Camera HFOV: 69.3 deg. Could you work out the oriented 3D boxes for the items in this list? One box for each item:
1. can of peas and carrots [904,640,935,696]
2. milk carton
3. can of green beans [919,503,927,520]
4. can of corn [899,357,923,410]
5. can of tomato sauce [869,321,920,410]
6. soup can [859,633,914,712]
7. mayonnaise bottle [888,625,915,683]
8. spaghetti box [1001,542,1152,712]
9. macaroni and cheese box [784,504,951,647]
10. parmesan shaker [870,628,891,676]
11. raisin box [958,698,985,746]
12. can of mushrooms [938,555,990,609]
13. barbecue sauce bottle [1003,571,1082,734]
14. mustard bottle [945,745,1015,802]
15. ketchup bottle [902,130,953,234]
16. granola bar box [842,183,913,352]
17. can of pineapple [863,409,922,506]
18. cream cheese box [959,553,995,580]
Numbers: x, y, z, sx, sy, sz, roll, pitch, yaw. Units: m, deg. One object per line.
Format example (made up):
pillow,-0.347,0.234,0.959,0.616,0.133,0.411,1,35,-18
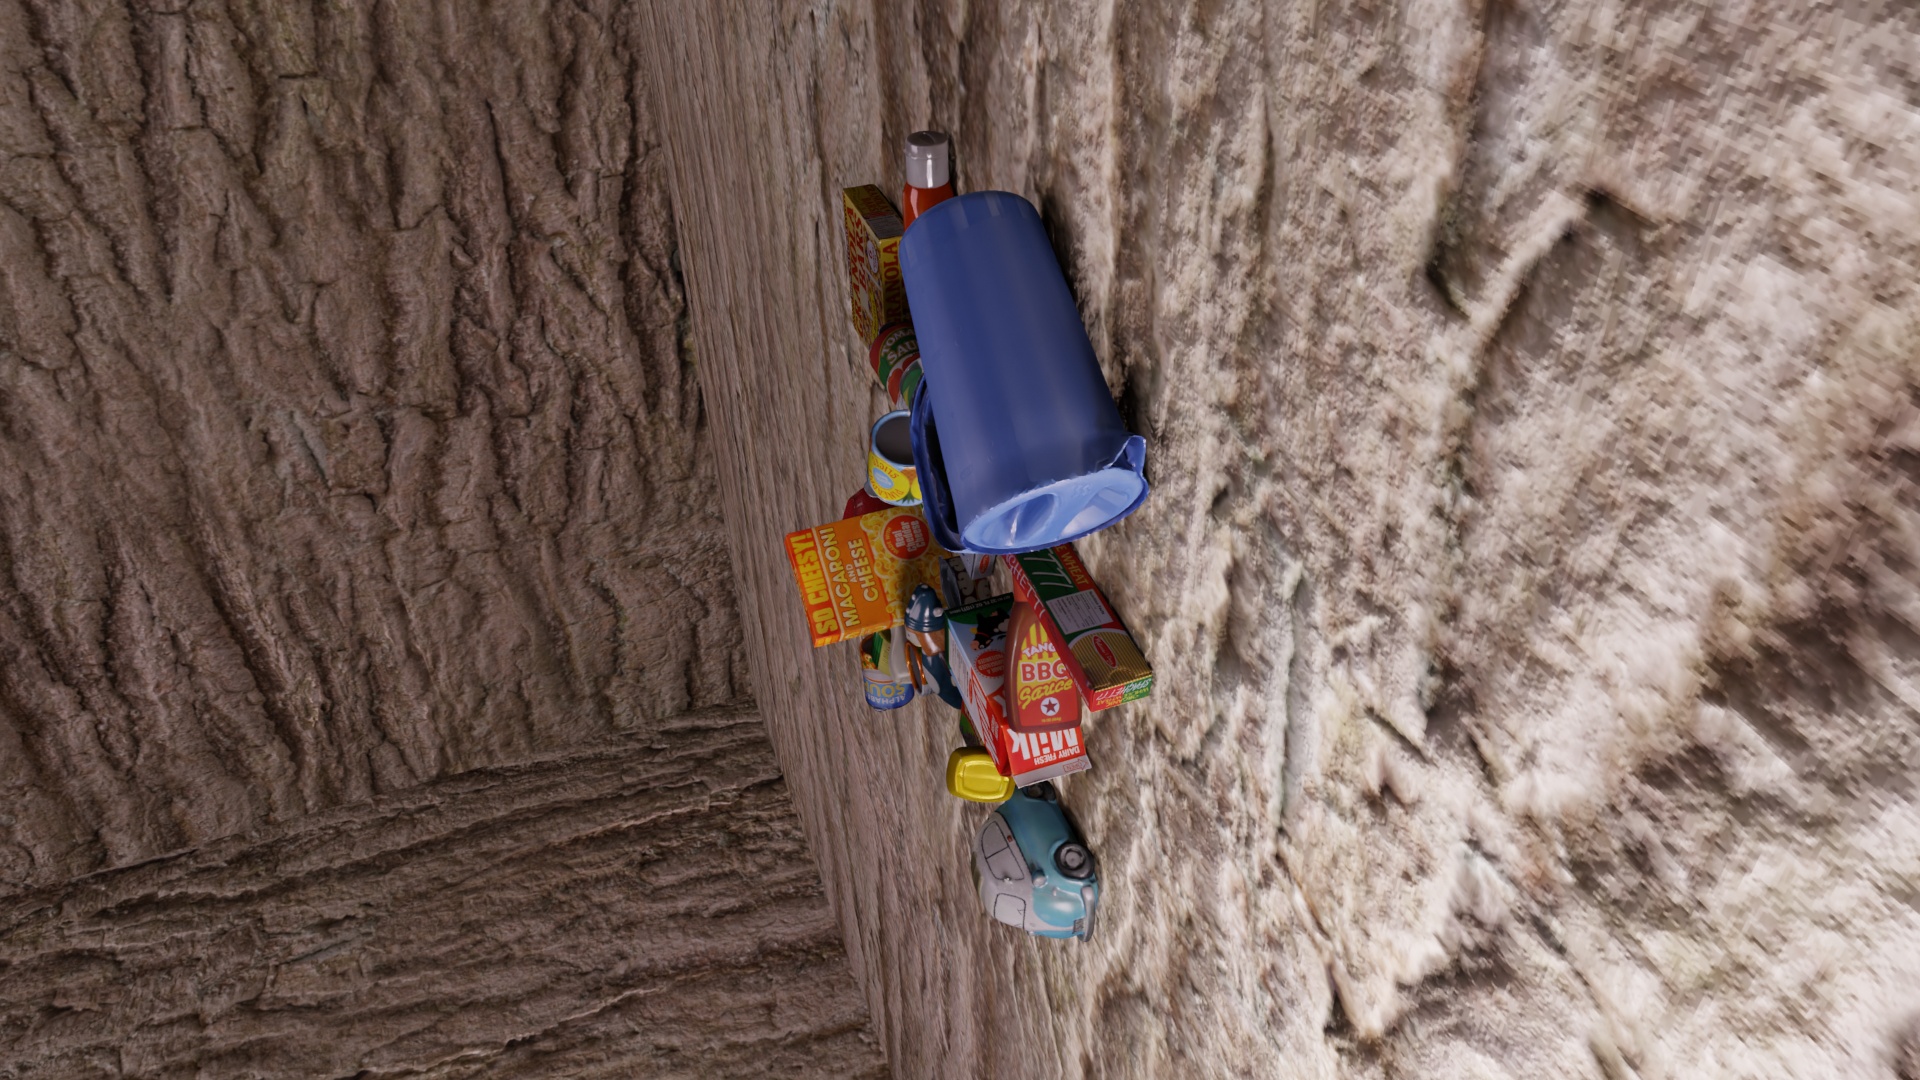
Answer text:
can of peas and carrots,-0.026,0.134,1.555,0.071,0.059,0.071,167,89,-74
milk carton,0.050,0.143,1.263,0.191,0.072,0.073,-117,20,-43
can of green beans,-0.014,-0.058,1.320,0.071,0.071,0.058,102,151,-58
can of corn,-0.015,-0.127,1.262,0.070,0.071,0.058,93,157,-48
can of tomato sauce,-0.044,-0.162,1.334,0.083,0.071,0.070,-120,22,-43
soup can,-0.098,0.172,1.828,0.071,0.071,0.083,-128,28,-56
mayonnaise bottle,-0.059,0.093,1.632,0.041,0.065,0.148,116,148,-63
spaghetti box,0.077,0.034,1.108,0.251,0.050,0.028,-119,22,-44
macaroni and cheese box,-0.093,0.035,1.498,0.040,0.167,0.124,118,136,-69
parmesan shaker,-0.078,0.119,1.704,0.102,0.071,0.071,106,147,-62
raisin box,0.032,0.190,1.431,0.122,0.040,0.086,96,156,-51
can of mushrooms,0.004,0.045,1.414,0.071,0.033,0.071,167,89,-76
barbecue sauce bottle,0.066,0.086,1.176,0.043,0.065,0.148,-173,78,-79
mustard bottle,0.019,0.223,1.336,0.160,0.065,0.049,94,-178,-84
ketchup bottle,-0.028,-0.280,1.213,0.065,0.043,0.148,-123,24,-48
granola bar box,-0.080,-0.265,1.428,0.125,0.039,0.164,-121,22,-46
can of pineapple,-0.049,-0.071,1.216,0.057,0.071,0.071,99,152,-56
cream cheese box,0.005,-0.017,1.370,0.053,0.024,0.104,99,153,-55
